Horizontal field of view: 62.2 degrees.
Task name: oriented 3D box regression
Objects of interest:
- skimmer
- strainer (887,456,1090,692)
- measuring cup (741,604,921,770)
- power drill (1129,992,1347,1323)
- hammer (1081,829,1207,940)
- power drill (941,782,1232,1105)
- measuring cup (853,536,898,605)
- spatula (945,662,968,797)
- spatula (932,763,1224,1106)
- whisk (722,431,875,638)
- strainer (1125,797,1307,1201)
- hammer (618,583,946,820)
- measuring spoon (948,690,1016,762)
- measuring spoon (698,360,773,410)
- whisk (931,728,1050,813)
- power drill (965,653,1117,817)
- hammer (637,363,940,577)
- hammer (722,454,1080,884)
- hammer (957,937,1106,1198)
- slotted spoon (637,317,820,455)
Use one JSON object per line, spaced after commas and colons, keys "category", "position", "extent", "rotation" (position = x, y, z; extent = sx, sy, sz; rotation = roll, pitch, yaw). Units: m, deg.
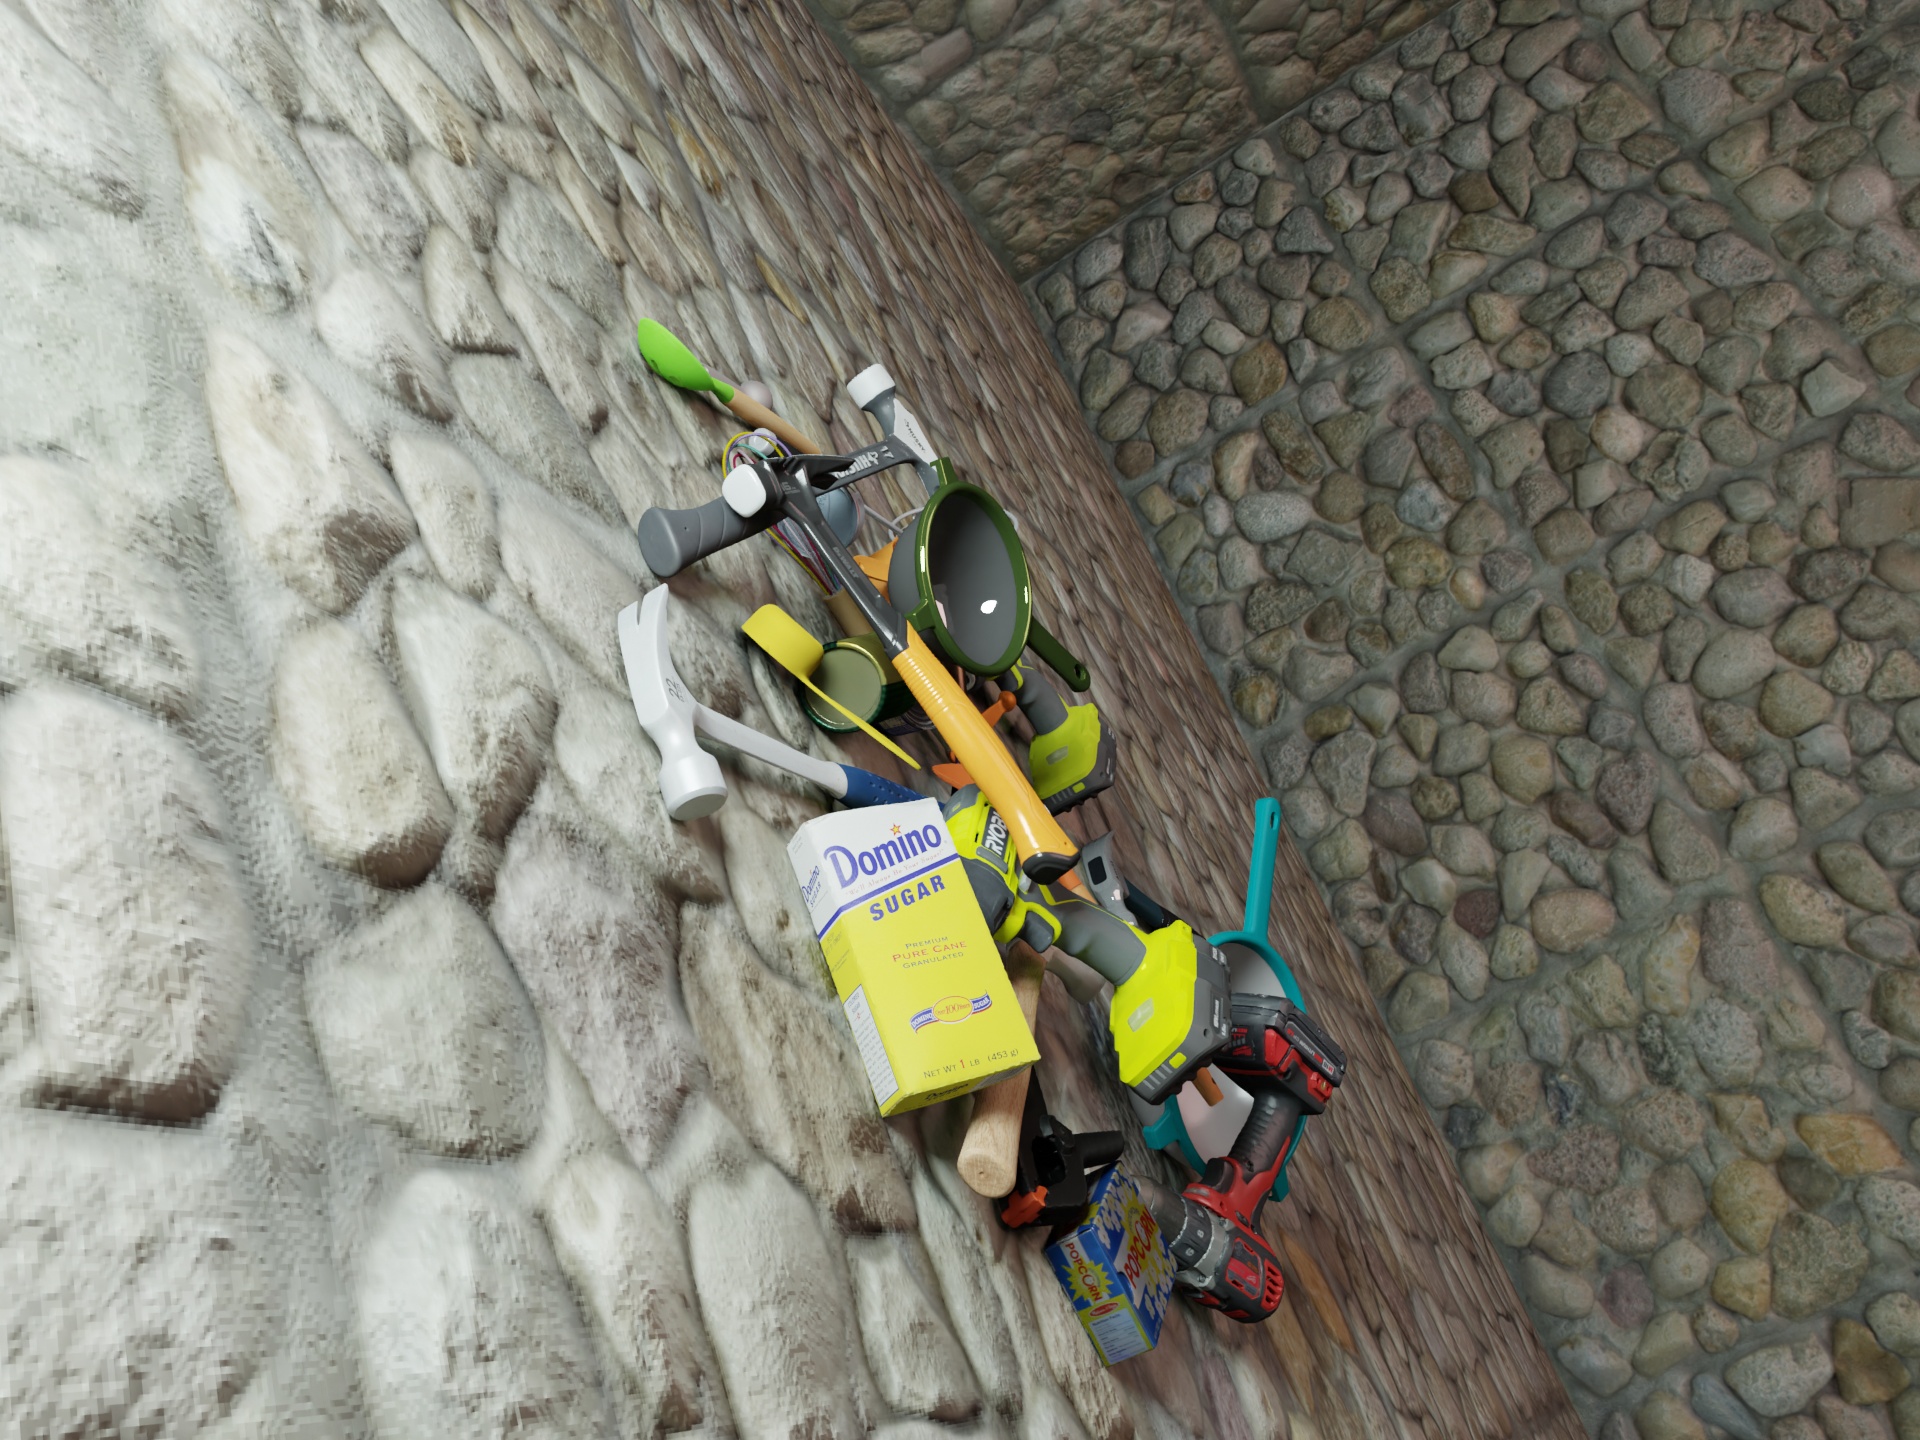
{"category": "skimmer", "position": [-0.069, -0.215, 1.452], "extent": [0.127, 0.090, 0.363], "rotation": [18, -4, 32]}
{"category": "strainer", "position": [0.017, -0.081, 1.260], "extent": [0.256, 0.069, 0.152], "rotation": [39, 51, -47]}
{"category": "measuring cup", "position": [-0.080, -0.024, 1.065], "extent": [0.156, 0.029, 0.062], "rotation": [39, -1, 10]}
{"category": "power drill", "position": [0.199, 0.320, 1.207], "extent": [0.187, 0.080, 0.227], "rotation": [42, 58, -33]}
{"category": "hammer", "position": [0.209, 0.210, 1.680], "extent": [0.330, 0.033, 0.128], "rotation": [39, 27, -54]}
{"category": "power drill", "position": [0.072, 0.153, 1.070], "extent": [0.223, 0.080, 0.171], "rotation": [35, 26, -10]}
{"category": "measuring cup", "position": [-0.070, -0.107, 1.326], "extent": [0.095, 0.052, 0.173], "rotation": [64, 17, 13]}
{"category": "spatula", "position": [-0.002, -0.004, 1.297], "extent": [0.059, 0.018, 0.316], "rotation": [34, 44, -53]}
{"category": "spatula", "position": [0.092, 0.152, 1.191], "extent": [0.323, 0.041, 0.081], "rotation": [56, 19, 14]}
{"category": "whisk", "position": [-0.113, -0.116, 1.238], "extent": [0.244, 0.051, 0.047], "rotation": [58, 35, -23]}
{"category": "strainer", "position": [0.214, 0.227, 1.362], "extent": [0.210, 0.095, 0.341], "rotation": [32, 59, -38]}
{"category": "hammer", "position": [-0.088, 0.031, 1.038], "extent": [0.405, 0.035, 0.144], "rotation": [31, 33, -62]}
{"category": "measuring spoon", "position": [0.021, 0.005, 1.397], "extent": [0.117, 0.011, 0.021], "rotation": [-45, 112, -48]}
{"category": "measuring spoon", "position": [-0.188, -0.282, 1.329], "extent": [0.034, 0.018, 0.124], "rotation": [64, 16, 12]}
{"category": "whisk", "position": [0.003, 0.023, 1.334], "extent": [0.246, 0.059, 0.058], "rotation": [52, 44, -13]}
{"category": "power drill", "position": [0.057, -0.021, 1.533], "extent": [0.228, 0.080, 0.191], "rotation": [52, 21, -20]}
{"category": "hammer", "position": [-0.110, -0.167, 1.159], "extent": [0.149, 0.036, 0.409], "rotation": [55, 29, -3]}
{"category": "hammer", "position": [-0.026, -0.037, 1.061], "extent": [0.337, 0.034, 0.127], "rotation": [55, 30, 7]}
{"category": "hammer", "position": [0.033, 0.203, 1.042], "extent": [0.130, 0.031, 0.331], "rotation": [40, 18, -5]}
{"category": "slotted spoon", "position": [-0.178, -0.256, 1.290], "extent": [0.070, 0.031, 0.313], "rotation": [36, 5, 17]}
